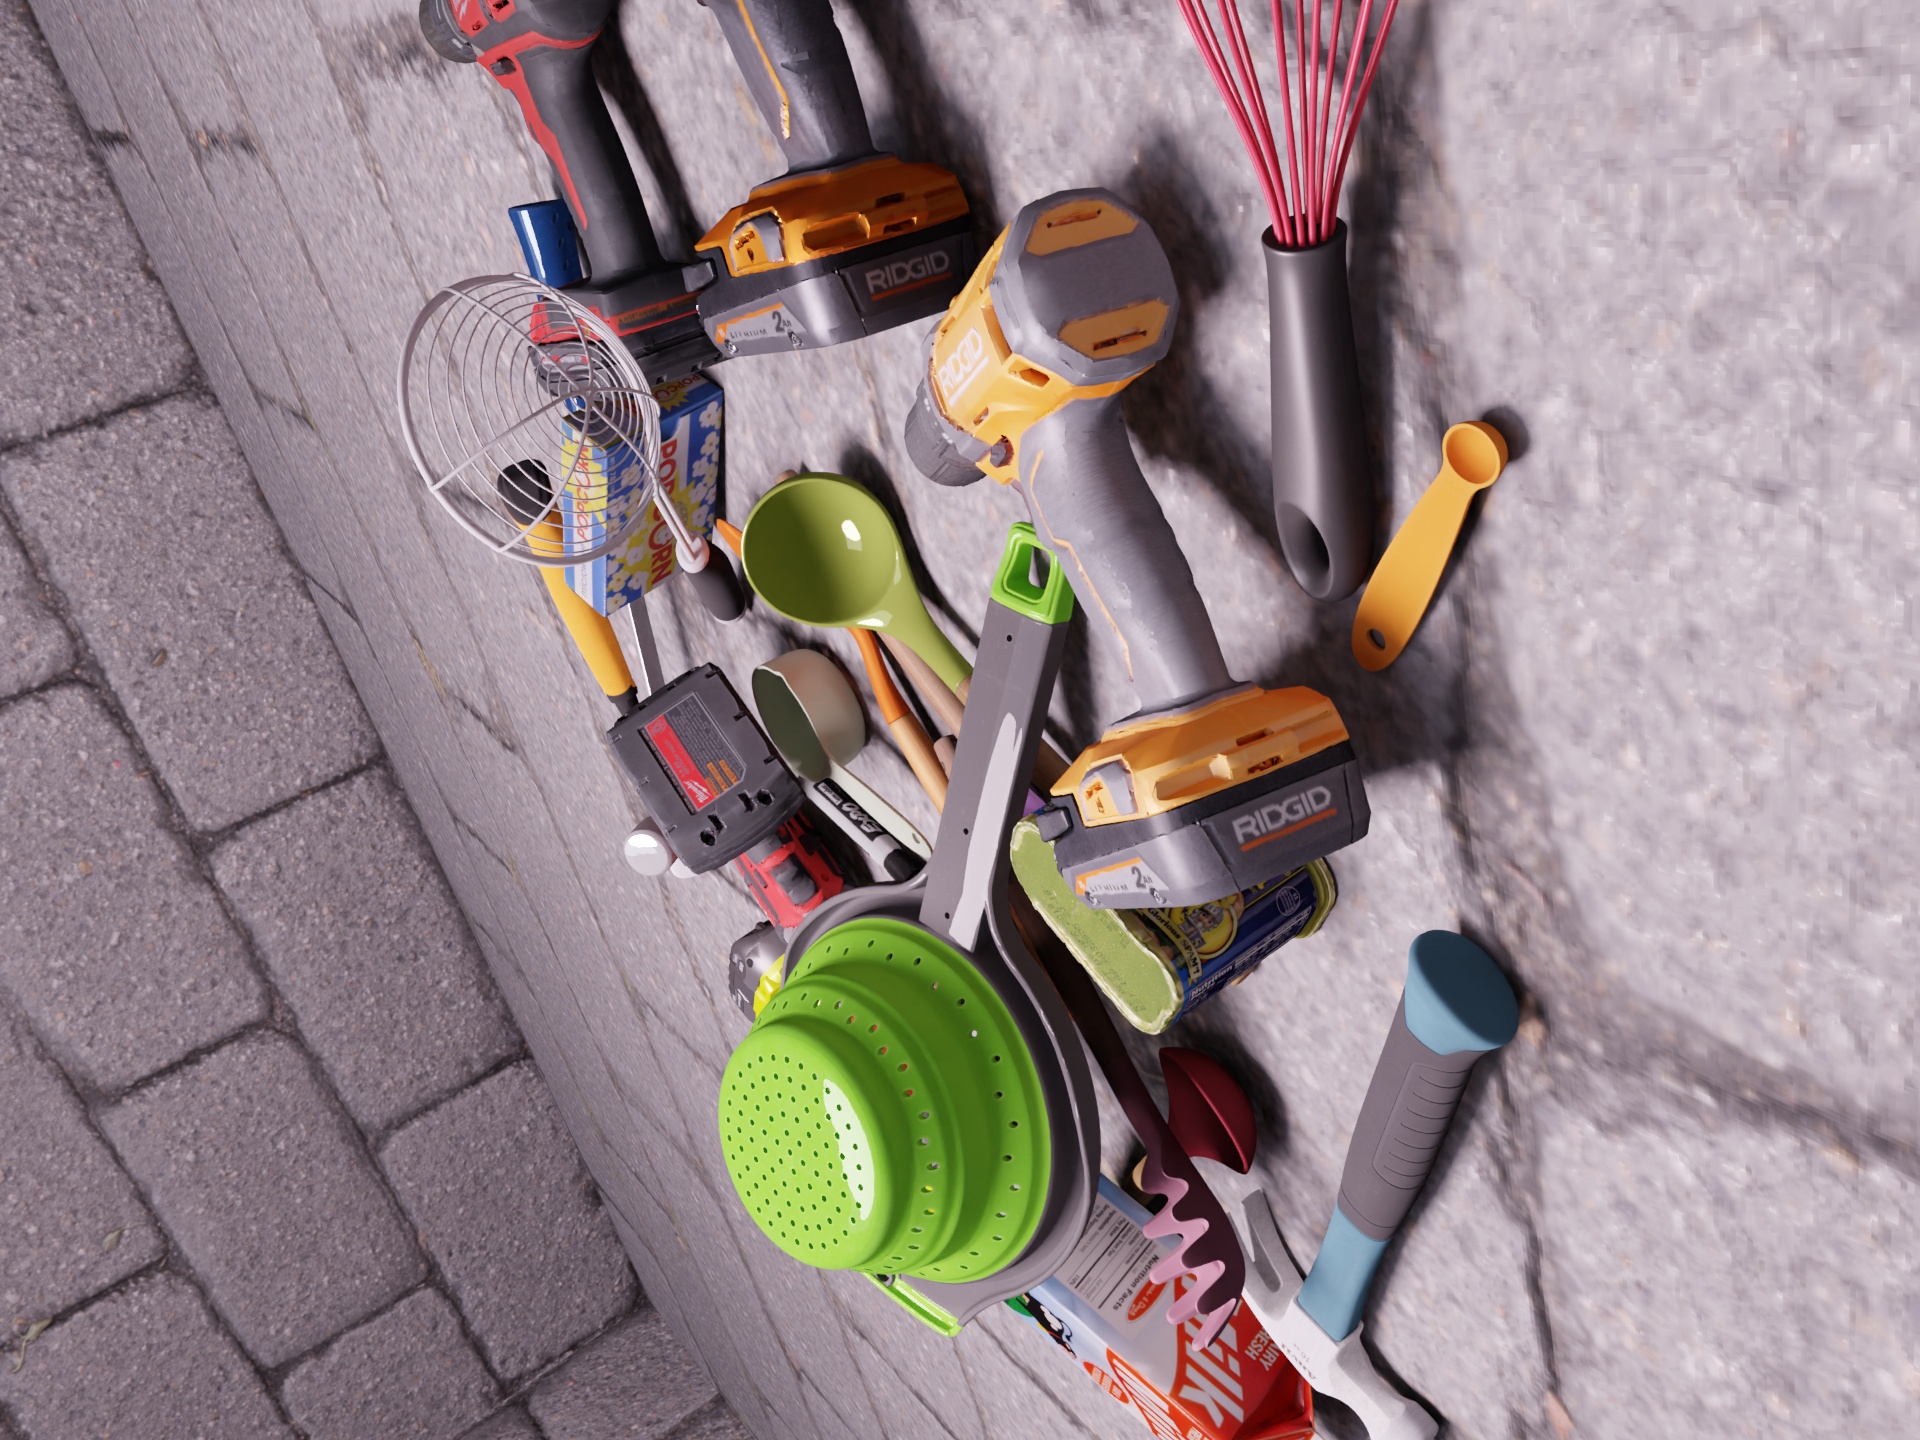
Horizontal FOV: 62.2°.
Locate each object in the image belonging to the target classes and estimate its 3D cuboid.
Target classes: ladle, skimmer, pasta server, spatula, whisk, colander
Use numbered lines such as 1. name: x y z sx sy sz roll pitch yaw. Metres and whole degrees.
1. ladle: 0.014 0.002 0.731 0.320 0.062 0.078 47 116 20
2. skimmer: -0.176 -0.104 0.809 0.363 0.090 0.127 84 -176 -79
3. pasta server: 0.055 0.144 0.772 0.316 0.040 0.060 62 162 20
4. spatula: -0.001 -0.003 0.795 0.316 0.018 0.059 54 156 12
5. spatula: -0.027 0.024 0.845 0.322 0.041 0.081 58 174 1
6. whisk: 0.091 -0.149 0.427 0.073 0.073 0.295 36 152 42
7. colander: -0.027 0.107 0.701 0.205 0.094 0.397 27 115 35
8. ladle: 0.103 0.243 0.851 0.069 0.031 0.315 55 157 23

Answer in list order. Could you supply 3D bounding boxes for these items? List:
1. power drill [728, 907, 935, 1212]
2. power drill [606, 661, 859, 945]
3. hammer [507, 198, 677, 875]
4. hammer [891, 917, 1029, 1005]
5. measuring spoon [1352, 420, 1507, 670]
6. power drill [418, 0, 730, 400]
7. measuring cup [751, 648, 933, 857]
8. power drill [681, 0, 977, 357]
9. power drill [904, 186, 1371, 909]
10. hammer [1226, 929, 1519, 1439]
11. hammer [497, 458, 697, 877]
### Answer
1. power drill: -0.065 0.246 1.113 0.229 0.080 0.190 49 154 18
2. power drill: -0.120 0.074 0.974 0.143 0.078 0.219 51 173 32
3. hammer: -0.210 -0.114 0.991 0.035 0.144 0.405 -3 113 15
4. hammer: -0.008 0.147 0.890 0.331 0.031 0.130 153 98 -75
5. measuring spoon: 0.143 -0.051 0.489 0.021 0.011 0.116 48 156 22
6. power drill: -0.208 -0.287 0.817 0.188 0.080 0.226 20 130 54
7. measuring cup: -0.058 0.019 0.903 0.168 0.038 0.083 40 148 33
8. power drill: -0.081 -0.259 0.604 0.164 0.084 0.226 16 126 57
9. power drill: 0.044 -0.050 0.573 0.226 0.084 0.185 70 162 1
10. hammer: 0.174 0.200 0.665 0.128 0.033 0.330 42 149 32
11. hammer: -0.236 -0.040 1.071 0.336 0.034 0.127 76 174 -46
